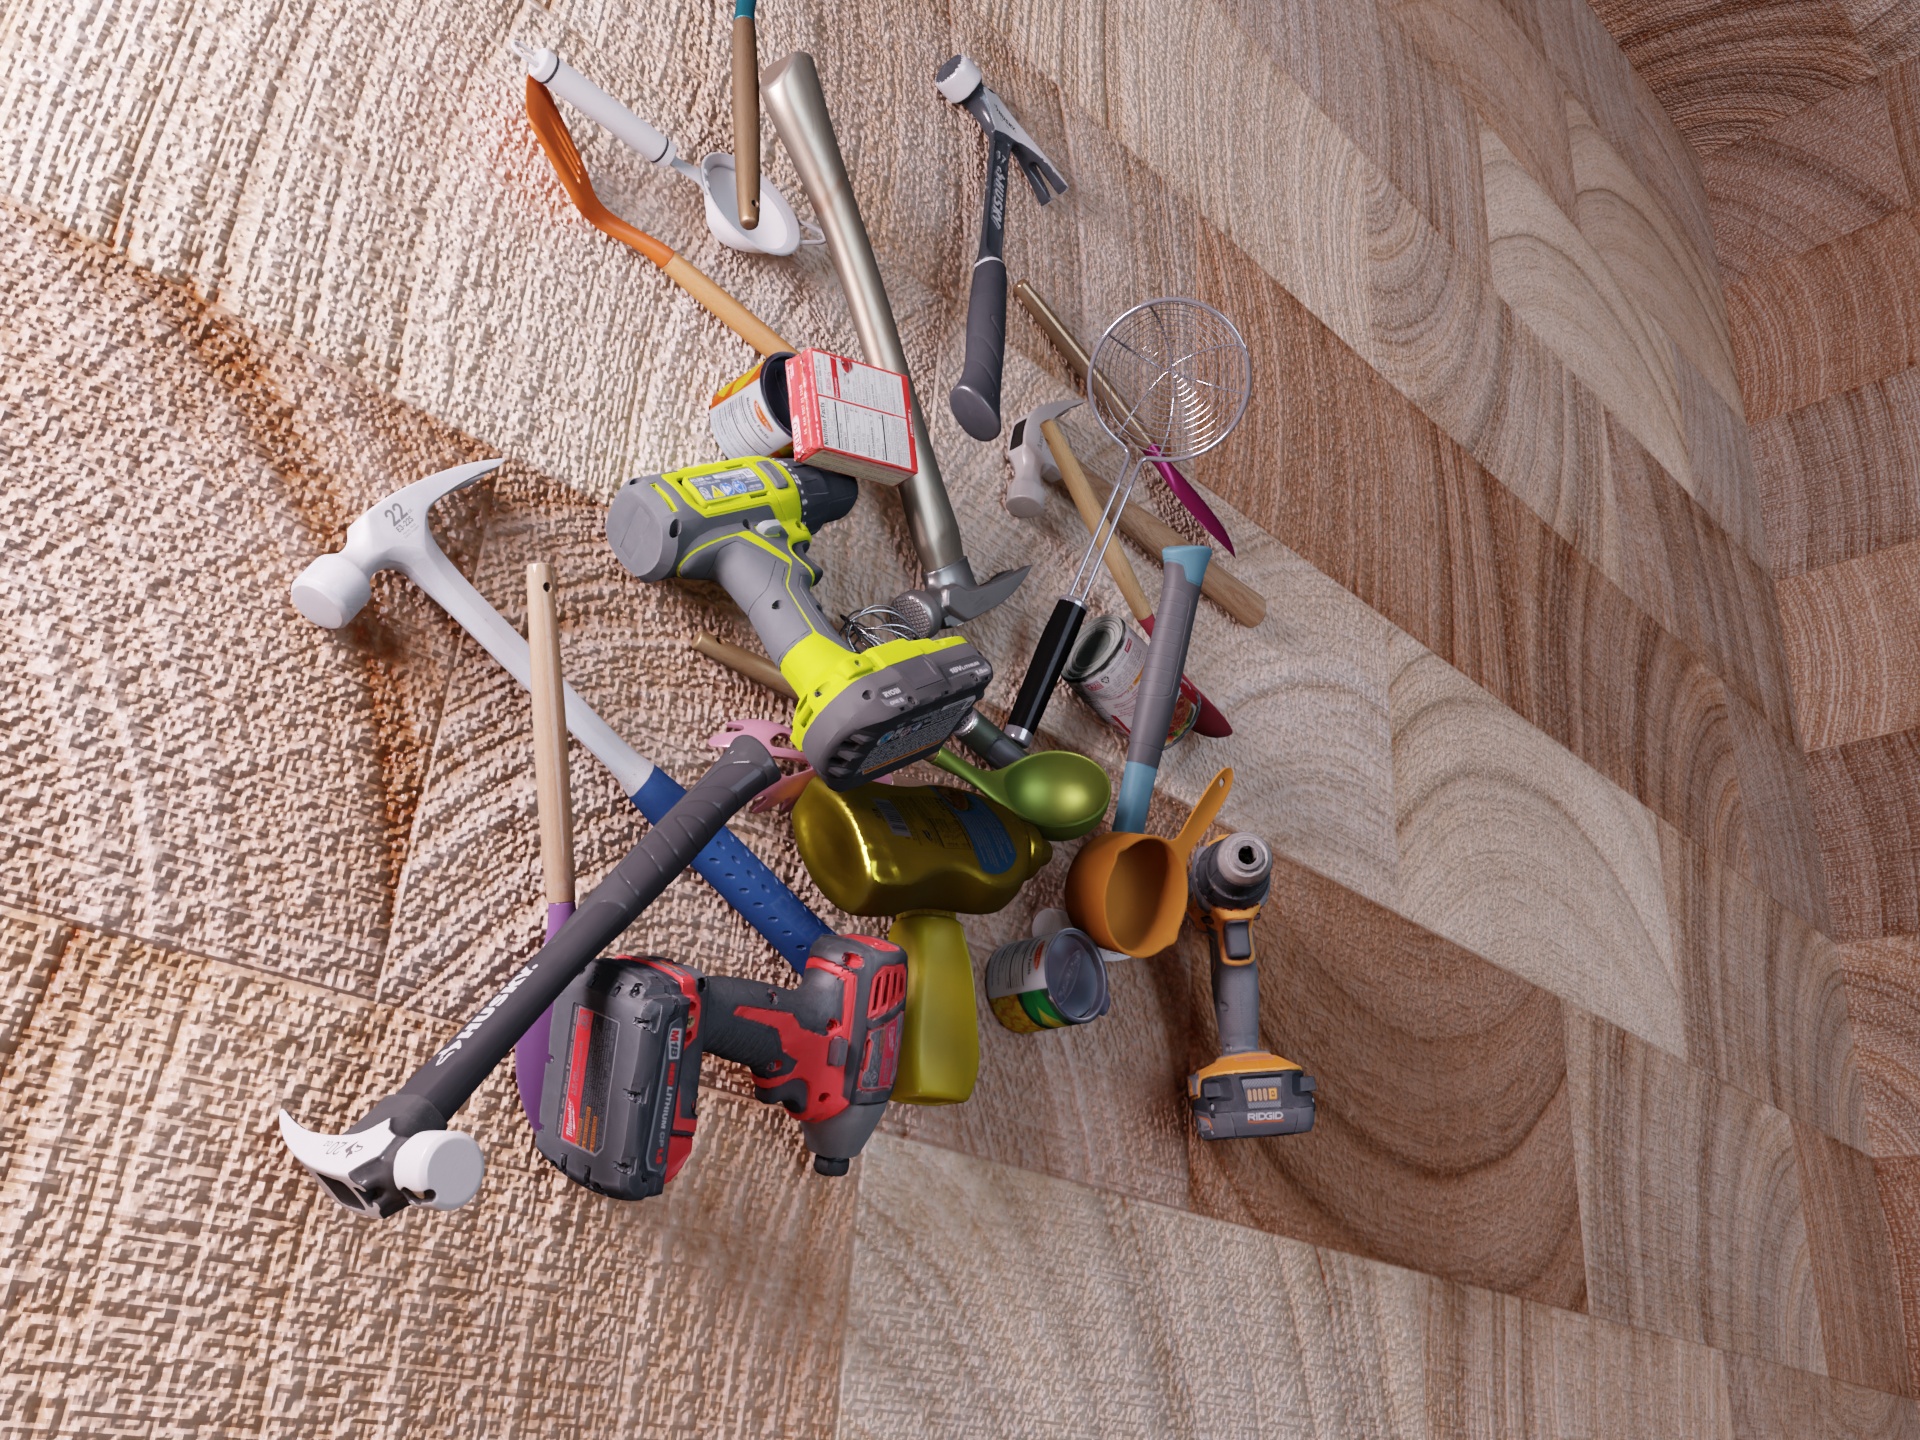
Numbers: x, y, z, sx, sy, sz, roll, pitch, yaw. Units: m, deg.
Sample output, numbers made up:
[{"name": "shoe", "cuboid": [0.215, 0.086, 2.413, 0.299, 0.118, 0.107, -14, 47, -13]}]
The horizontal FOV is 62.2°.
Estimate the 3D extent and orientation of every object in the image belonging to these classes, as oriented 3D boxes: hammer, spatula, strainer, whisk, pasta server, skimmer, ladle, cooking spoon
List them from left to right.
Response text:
[{"name": "spatula", "cuboid": [-0.219, 0.072, 0.857, 0.059, 0.018, 0.316, -2, 88, -46]}, {"name": "hammer", "cuboid": [-0.195, 0.111, 0.802, 0.335, 0.146, 0.035, -51, 120, -44]}, {"name": "hammer", "cuboid": [-0.191, 0.023, 0.930, 0.405, 0.035, 0.144, 49, 46, -22]}, {"name": "strainer", "cuboid": [-0.194, -0.373, 1.059, 0.258, 0.050, 0.087, 25, 44, -47]}, {"name": "spatula", "cuboid": [-0.173, -0.301, 1.072, 0.322, 0.041, 0.081, 35, 27, -35]}, {"name": "spatula", "cuboid": [-0.158, -0.466, 1.125, 0.082, 0.044, 0.318, 21, 54, -42]}, {"name": "hammer", "cuboid": [-0.052, -0.270, 1.148, 0.146, 0.038, 0.410, -31, 107, -50]}, {"name": "pasta server", "cuboid": [-0.039, 0.049, 1.093, 0.316, 0.040, 0.060, 16, 63, -47]}, {"name": "ladle", "cuboid": [-0.032, 0.004, 1.068, 0.320, 0.062, 0.078, 26, 32, -27]}, {"name": "whisk", "cuboid": [-0.002, -0.004, 1.138, 0.246, 0.059, 0.058, 40, 88, -35]}, {"name": "hammer", "cuboid": [0.027, -0.370, 1.274, 0.149, 0.036, 0.409, 37, 41, -35]}, {"name": "skimmer", "cuboid": [0.113, -0.151, 1.213, 0.127, 0.090, 0.363, 24, 74, -1]}, {"name": "cooking spoon", "cuboid": [0.151, -0.264, 1.411, 0.318, 0.017, 0.069, 47, 15, -19]}, {"name": "ladle", "cuboid": [0.141, -0.108, 1.306, 0.031, 0.069, 0.315, -35, 111, -12]}, {"name": "hammer", "cuboid": [0.161, -0.168, 1.388, 0.331, 0.031, 0.130, 29, 56, -37]}, {"name": "hammer", "cuboid": [0.141, 0.021, 1.214, 0.128, 0.033, 0.331, 20, 80, -41]}]

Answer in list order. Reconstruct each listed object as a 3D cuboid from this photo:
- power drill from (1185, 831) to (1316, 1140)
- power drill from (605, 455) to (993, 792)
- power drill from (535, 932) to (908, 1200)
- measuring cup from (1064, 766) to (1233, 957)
[{"name": "power drill", "cuboid": [0.213, 0.197, 1.201, 0.185, 0.084, 0.226, 86, 0, -73]}, {"name": "power drill", "cuboid": [-0.088, -0.078, 1.003, 0.190, 0.080, 0.229, -22, 66, -48]}, {"name": "power drill", "cuboid": [-0.119, 0.195, 0.888, 0.219, 0.079, 0.143, 6, 93, -50]}, {"name": "measuring cup", "cuboid": [0.140, 0.095, 1.164, 0.174, 0.052, 0.095, -50, 122, -28]}]
